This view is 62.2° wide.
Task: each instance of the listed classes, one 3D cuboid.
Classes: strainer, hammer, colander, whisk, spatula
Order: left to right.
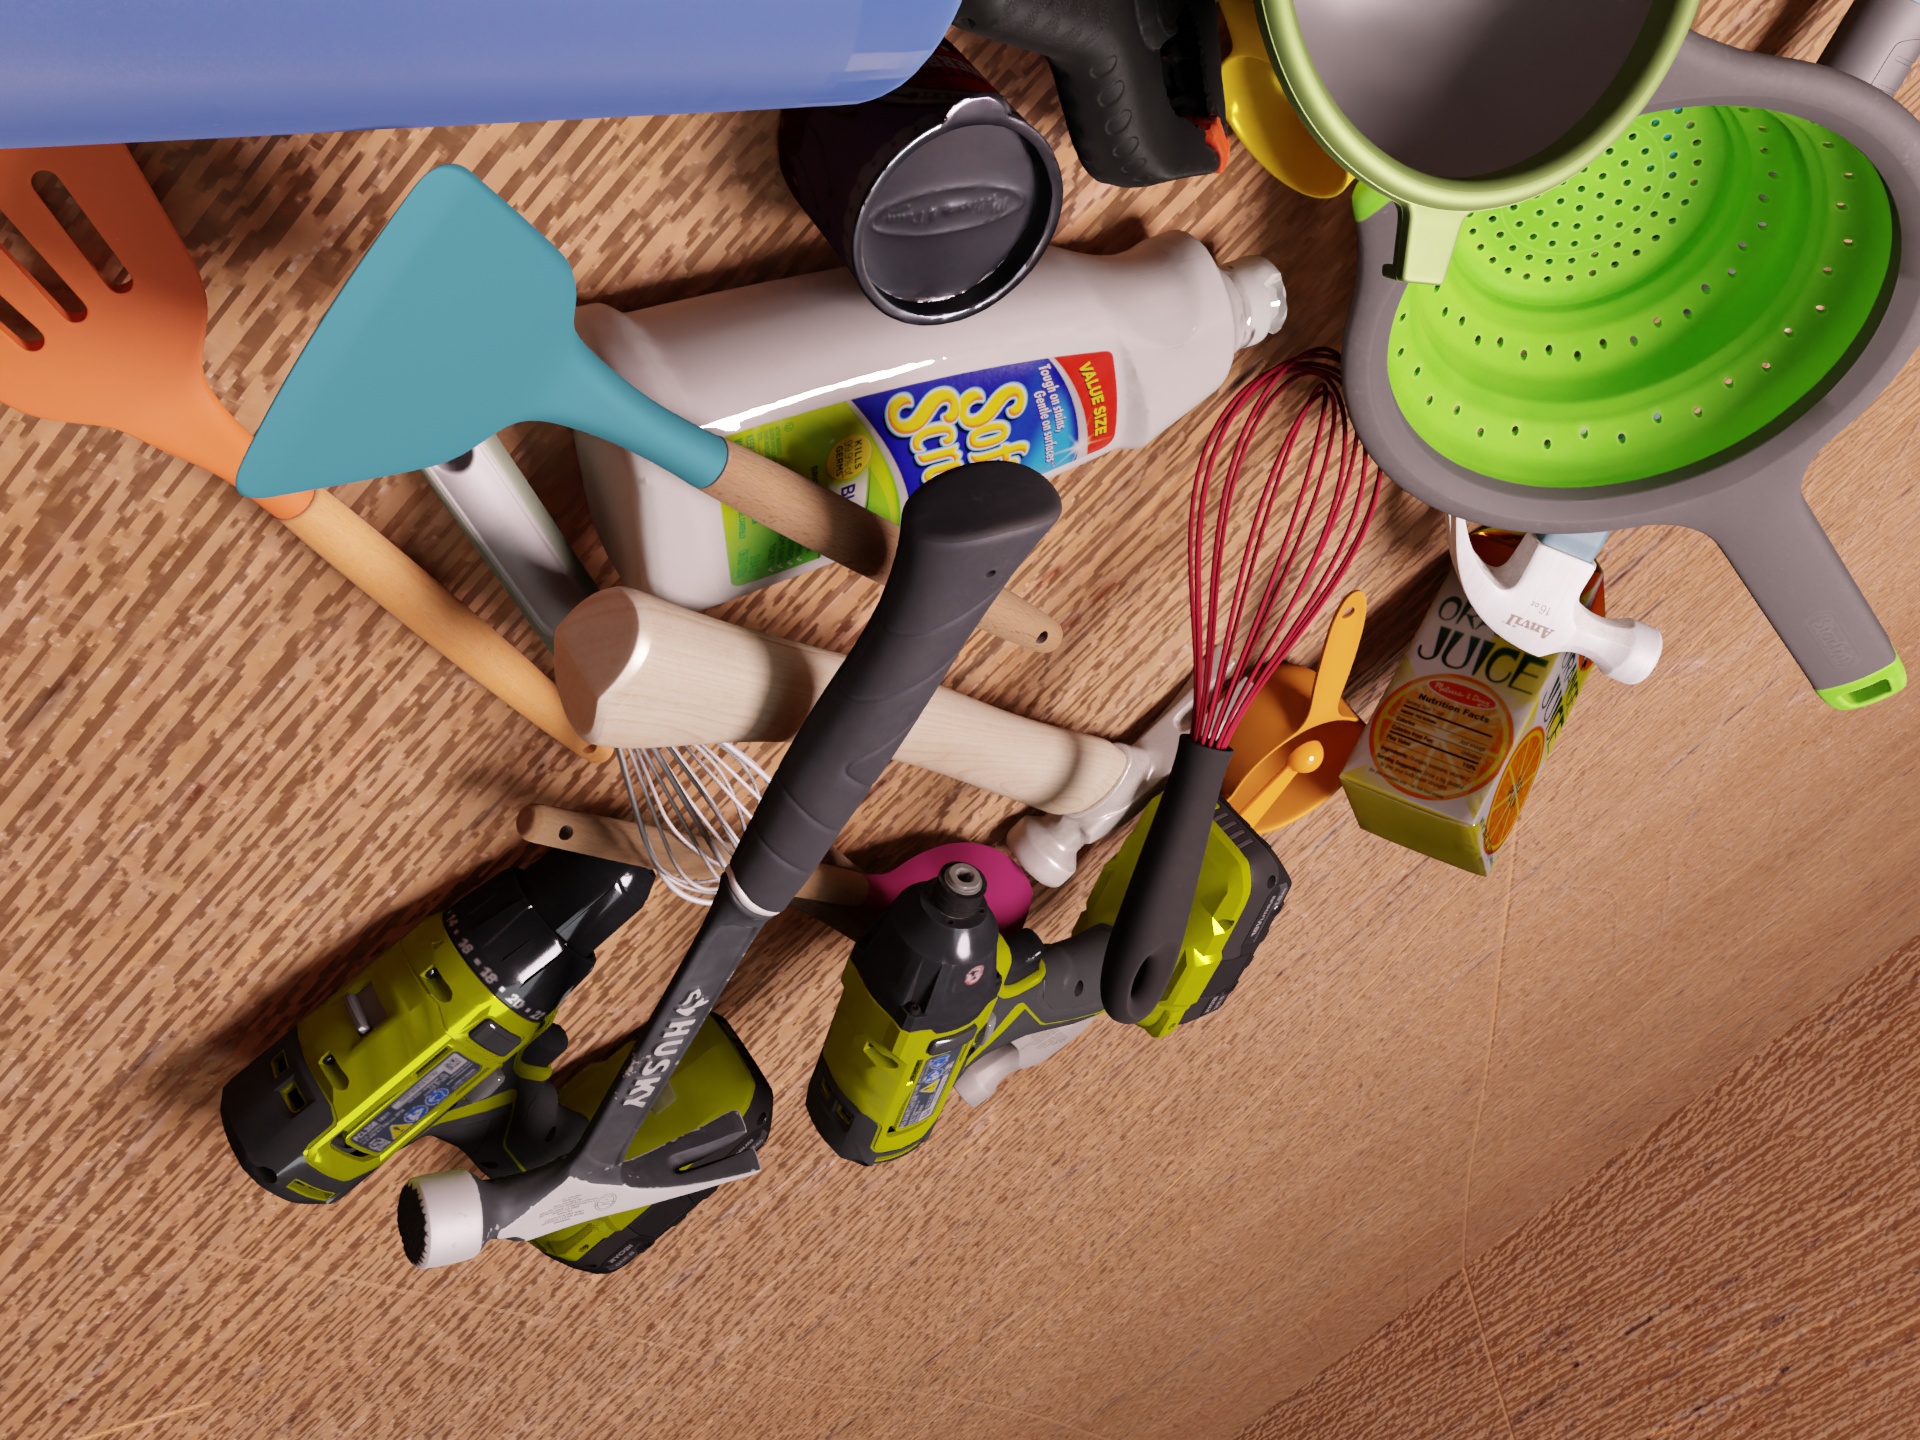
[{"bbox_3d":[-0.187,-0.061,0.479,0.081,0.041,0.322,-33,150,0],"label":"spatula"},{"bbox_3d":[-0.118,-0.013,0.544,0.058,0.059,0.246,-28,133,-2],"label":"whisk"},{"bbox_3d":[-0.075,0.072,0.562,0.149,0.036,0.408,-1,138,-38],"label":"hammer"},{"bbox_3d":[-0.050,-0.057,0.451,0.082,0.044,0.317,-52,145,13],"label":"spatula"},{"bbox_3d":[-0.008,0.129,0.855,0.130,0.031,0.331,-36,146,6],"label":"hammer"},{"bbox_3d":[-0.001,-0.002,0.629,0.146,0.038,0.410,-45,155,15],"label":"hammer"},{"bbox_3d":[0.108,-0.009,0.662,0.073,0.073,0.295,4,106,-42],"label":"whisk"},{"bbox_3d":[0.095,-0.251,0.410,0.151,0.069,0.256,-47,119,-3],"label":"strainer"},{"bbox_3d":[0.293,-0.132,0.638,0.204,0.095,0.396,-27,134,31],"label":"colander"},{"bbox_3d":[0.318,-0.171,0.674,0.128,0.033,0.330,20,120,-6],"label":"hammer"}]

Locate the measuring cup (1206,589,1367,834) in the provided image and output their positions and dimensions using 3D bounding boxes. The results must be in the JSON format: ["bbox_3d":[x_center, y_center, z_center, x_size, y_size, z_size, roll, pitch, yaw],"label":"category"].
[{"bbox_3d":[0.164,-0.016,0.797,0.095,0.052,0.173,-19,142,-20],"label":"measuring cup"}]

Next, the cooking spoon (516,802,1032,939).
[{"bbox_3d":[-0.062,0.071,0.699,0.318,0.017,0.069,20,90,-50],"label":"cooking spoon"}]

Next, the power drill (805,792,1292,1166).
[{"bbox_3d":[0.043,0.108,0.744,0.223,0.080,0.171,-15,141,-36],"label":"power drill"}]

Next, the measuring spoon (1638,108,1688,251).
[{"bbox_3d":[0.305,-0.226,0.670,0.042,0.021,0.128,-38,146,8],"label":"measuring spoon"}]

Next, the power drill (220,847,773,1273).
[{"bbox_3d":[-0.177,0.150,0.704,0.190,0.080,0.228,-40,144,-4],"label":"power drill"}]

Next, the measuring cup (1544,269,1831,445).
[{"bbox_3d":[0.342,-0.176,0.753,0.167,0.038,0.083,-34,146,-2],"label":"measuring cup"}]

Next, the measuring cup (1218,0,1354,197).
[{"bbox_3d":[0.092,-0.228,0.479,0.029,0.062,0.156,-43,136,-6],"label":"measuring cup"}]

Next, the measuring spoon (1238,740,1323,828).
[{"bbox_3d":[0.148,0.054,0.811,0.021,0.011,0.117,4,132,-42],"label":"measuring spoon"}]

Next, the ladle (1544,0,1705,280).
[{"bbox_3d":[0.266,-0.261,0.567,0.078,0.062,0.319,-6,144,-8],"label":"ladle"}]
